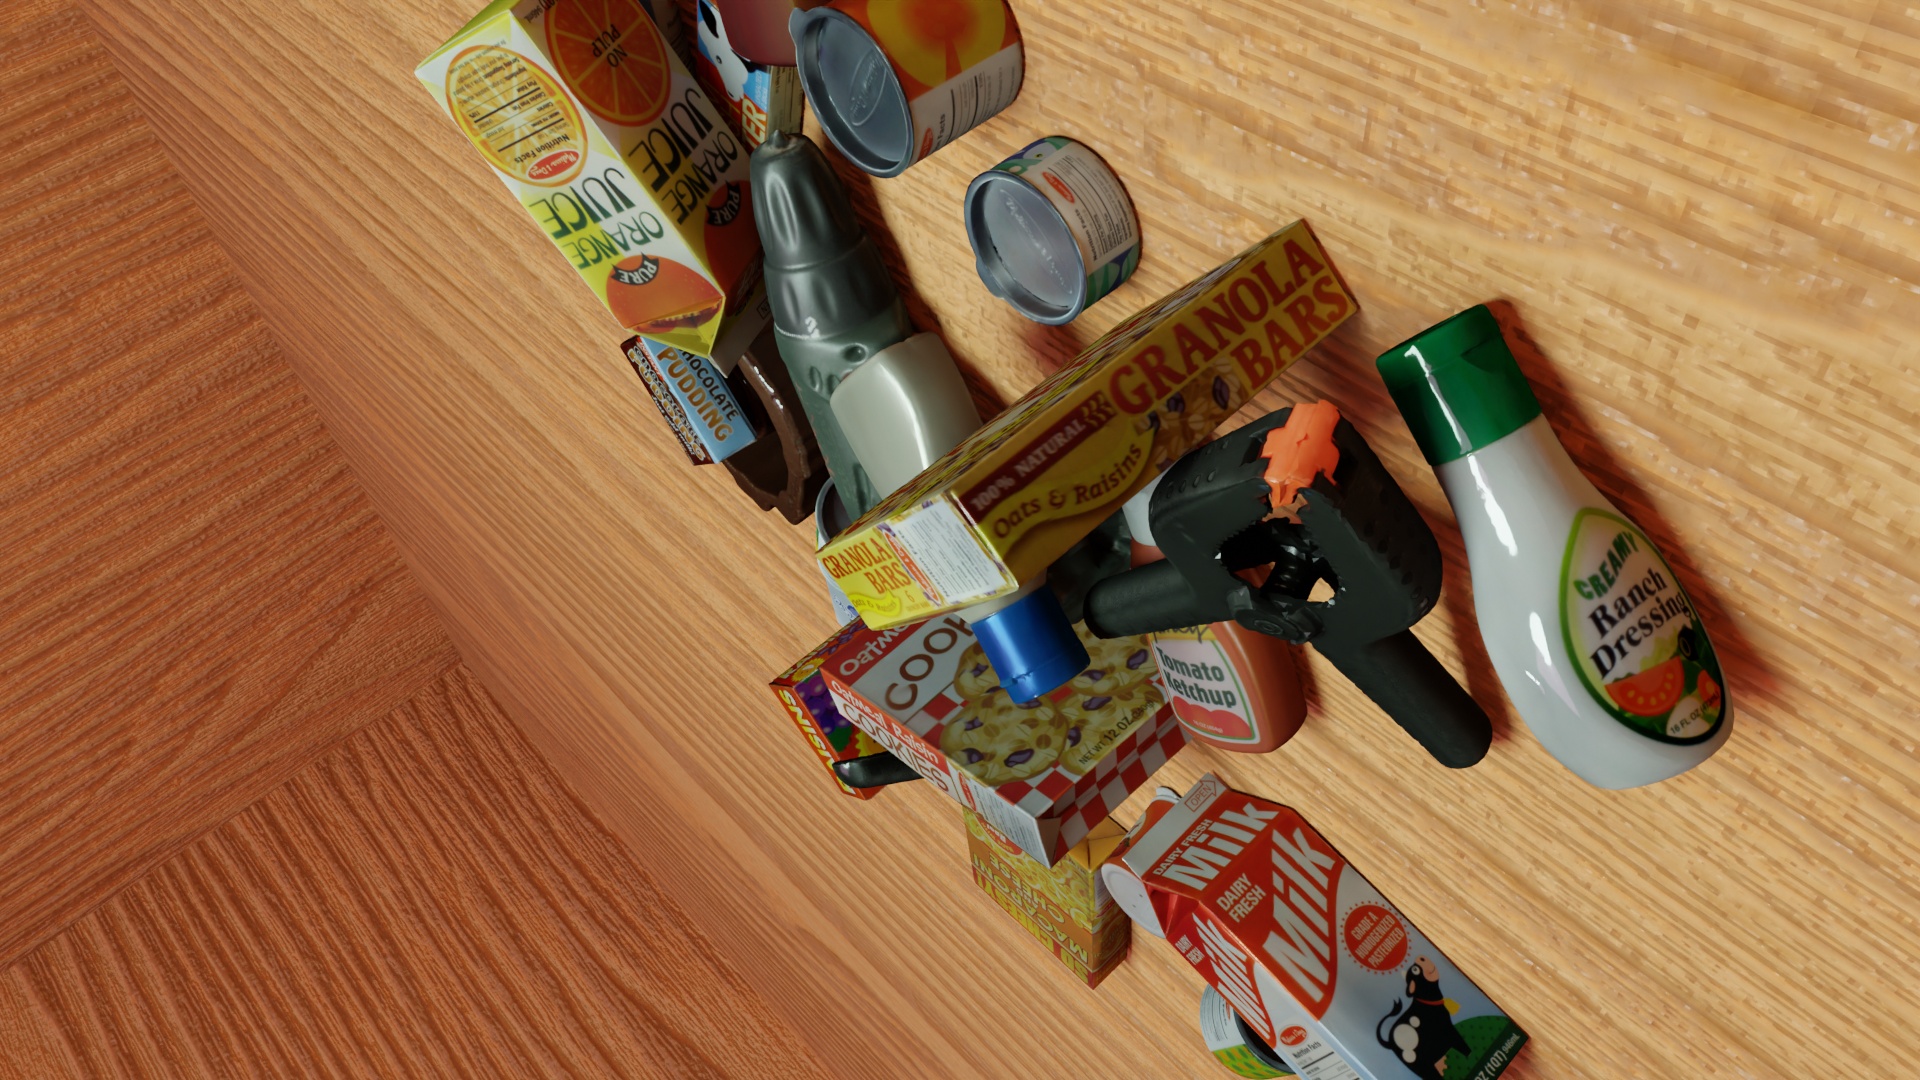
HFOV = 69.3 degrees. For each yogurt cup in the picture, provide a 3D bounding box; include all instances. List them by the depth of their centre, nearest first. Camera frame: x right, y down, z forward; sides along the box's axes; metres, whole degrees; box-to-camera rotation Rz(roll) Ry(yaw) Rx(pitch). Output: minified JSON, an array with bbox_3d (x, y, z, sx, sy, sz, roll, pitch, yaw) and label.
[{"bbox_3d":[0.116,0.185,0.778,0.072,0.054,0.072,40,153,25],"label":"yogurt cup"}]

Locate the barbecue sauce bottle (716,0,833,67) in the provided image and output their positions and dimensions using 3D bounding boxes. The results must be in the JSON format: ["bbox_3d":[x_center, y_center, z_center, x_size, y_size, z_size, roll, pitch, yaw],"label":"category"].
[{"bbox_3d":[-0.085,-0.265,0.543,0.065,0.044,0.147,31,147,39],"label":"barbecue sauce bottle"}]

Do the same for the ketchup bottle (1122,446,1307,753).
[{"bbox_3d":[0.102,0.022,0.597,0.065,0.044,0.148,13,134,49],"label":"ketchup bottle"}]

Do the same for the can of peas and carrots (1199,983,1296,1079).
[{"bbox_3d":[0.175,0.263,0.768,0.071,0.071,0.058,47,155,12],"label":"can of peas and carrots"}]

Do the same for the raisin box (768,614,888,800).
[{"bbox_3d":[-0.040,0.084,0.834,0.086,0.124,0.040,59,154,-15],"label":"raisin box"}]

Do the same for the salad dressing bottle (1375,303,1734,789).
[{"bbox_3d":[0.176,0.001,0.421,0.147,0.064,0.044,61,157,0],"label":"salad dressing bottle"}]

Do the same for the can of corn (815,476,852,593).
[{"bbox_3d":[-0.049,-0.007,0.799,0.071,0.071,0.058,47,161,12],"label":"can of corn"}]

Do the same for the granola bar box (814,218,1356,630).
[{"bbox_3d":[0.040,-0.036,0.480,0.039,0.166,0.124,55,155,-7],"label":"granola bar box"}]

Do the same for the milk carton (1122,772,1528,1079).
[{"bbox_3d":[0.171,0.204,0.687,0.191,0.072,0.073,44,154,17],"label":"milk carton"}]

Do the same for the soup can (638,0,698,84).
[{"bbox_3d":[-0.171,-0.241,0.693,0.071,0.071,0.083,34,150,35],"label":"soup can"}]

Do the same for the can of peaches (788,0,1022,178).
[{"bbox_3d":[-0.021,-0.181,0.523,0.071,0.058,0.071,41,154,26],"label":"can of peaches"}]

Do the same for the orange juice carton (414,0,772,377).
[{"bbox_3d":[-0.151,-0.169,0.654,0.073,0.072,0.192,-11,130,36],"label":"orange juice carton"}]

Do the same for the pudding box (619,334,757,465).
[{"bbox_3d":[-0.154,-0.084,0.788,0.049,0.030,0.083,2,125,61],"label":"pudding box"}]

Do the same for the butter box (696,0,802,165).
[{"bbox_3d":[-0.101,-0.213,0.664,0.053,0.024,0.103,45,155,13],"label":"butter box"}]

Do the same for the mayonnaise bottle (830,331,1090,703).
[{"bbox_3d":[0.002,-0.007,0.560,0.148,0.041,0.064,61,150,1],"label":"mayonnaise bottle"}]

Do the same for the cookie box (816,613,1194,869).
[{"bbox_3d":[0.027,0.073,0.702,0.168,0.123,0.040,29,146,43],"label":"cookie box"}]

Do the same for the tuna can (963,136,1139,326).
[{"bbox_3d":[0.034,-0.119,0.540,0.071,0.033,0.070,40,153,26],"label":"tuna can"}]

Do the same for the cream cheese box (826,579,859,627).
[{"bbox_3d":[-0.046,0.060,0.936,0.104,0.024,0.053,36,152,33],"label":"cream cheese box"}]

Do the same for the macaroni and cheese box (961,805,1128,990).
[{"bbox_3d":[0.058,0.217,0.943,0.124,0.040,0.165,36,150,32],"label":"macaroni and cheese box"}]
